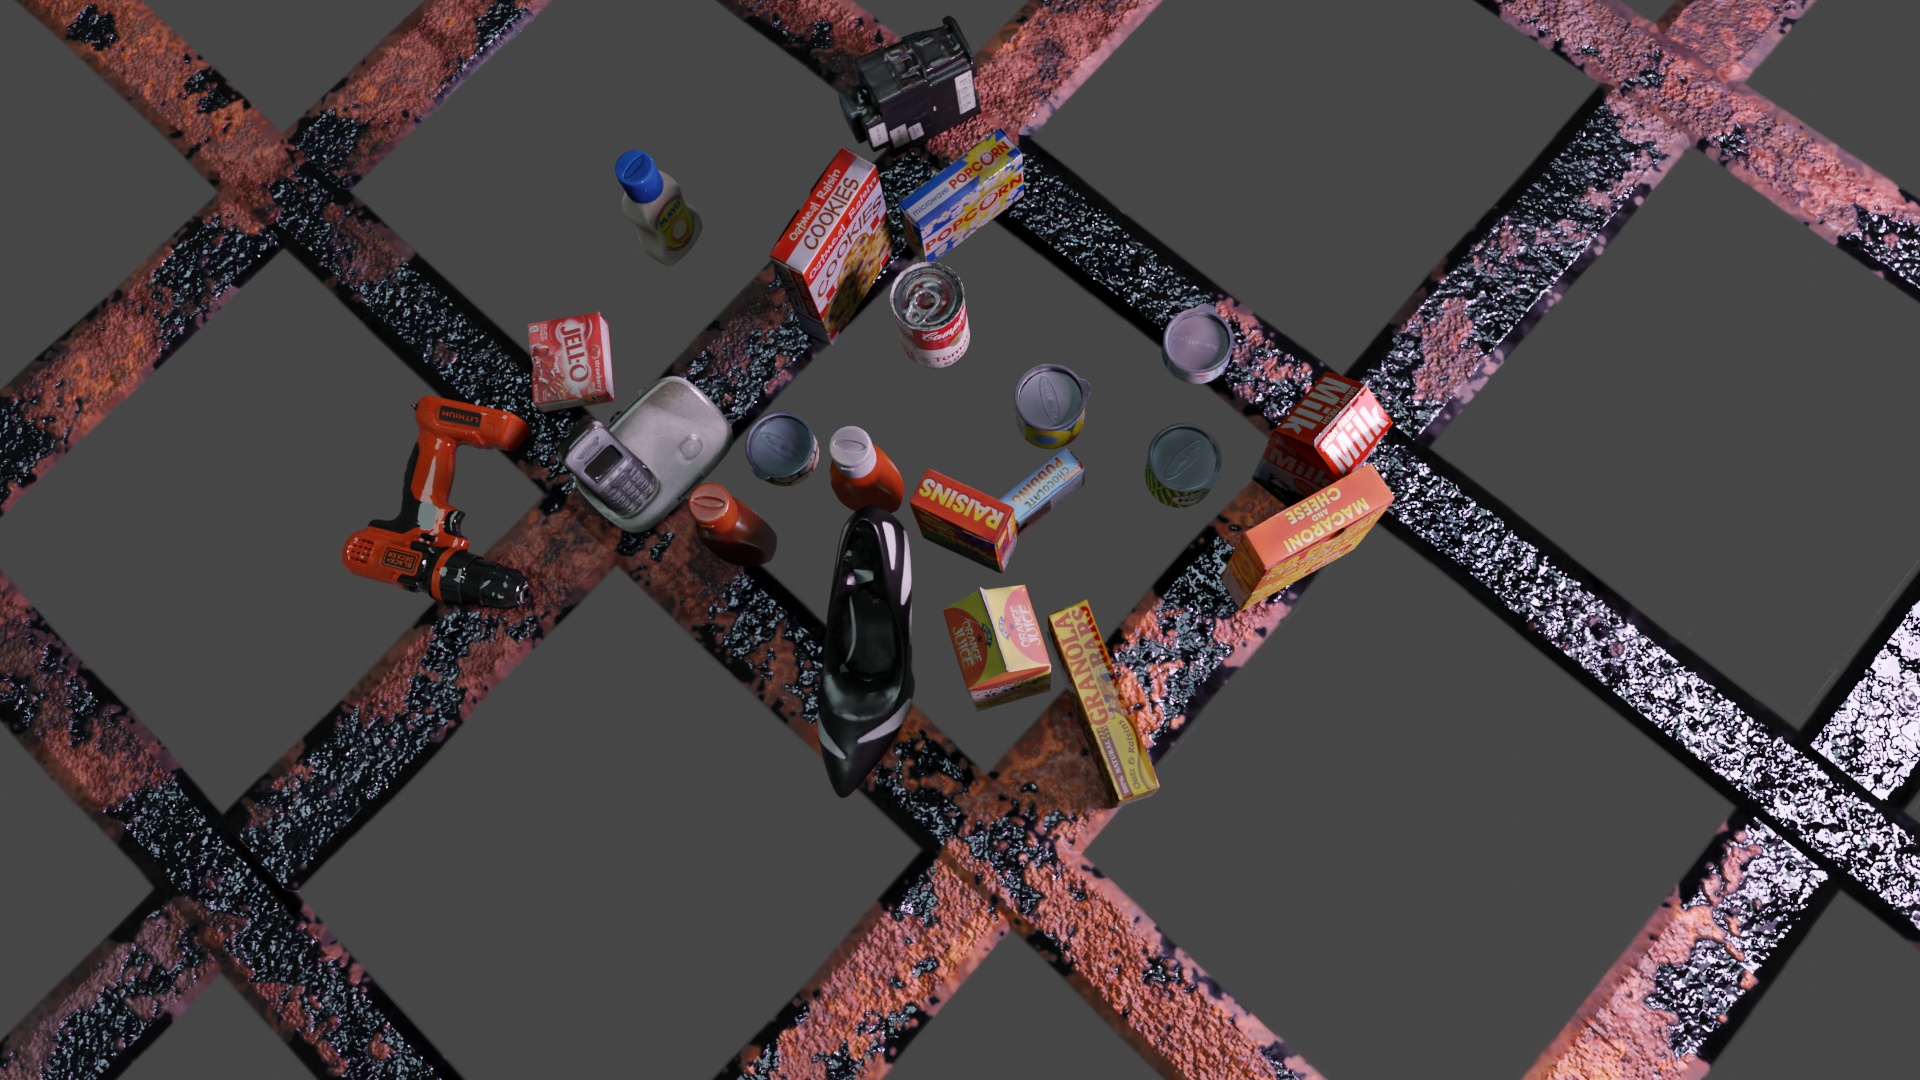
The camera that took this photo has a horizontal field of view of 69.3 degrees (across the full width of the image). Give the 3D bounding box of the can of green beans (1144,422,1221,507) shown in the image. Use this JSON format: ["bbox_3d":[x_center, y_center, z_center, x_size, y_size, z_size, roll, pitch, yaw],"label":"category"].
[{"bbox_3d":[0.204,-0.068,1.280,0.071,0.057,0.071,-1,76,4],"label":"can of green beans"}]

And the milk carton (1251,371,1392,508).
[{"bbox_3d":[0.314,-0.083,1.208,0.073,0.190,0.072,41,82,12],"label":"milk carton"}]

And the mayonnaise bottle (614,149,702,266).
[{"bbox_3d":[-0.292,-0.321,1.332,0.041,0.147,0.065,34,81,11],"label":"mayonnaise bottle"}]

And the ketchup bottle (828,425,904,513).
[{"bbox_3d":[-0.089,-0.062,1.251,0.065,0.148,0.043,9,77,6],"label":"ketchup bottle"}]

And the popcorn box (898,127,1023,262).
[{"bbox_3d":[0.002,-0.332,1.348,0.127,0.085,0.038,-38,77,-6],"label":"popcorn box"}]

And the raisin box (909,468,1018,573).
[{"bbox_3d":[0.004,-0.016,1.246,0.086,0.123,0.040,26,79,10],"label":"raisin box"}]

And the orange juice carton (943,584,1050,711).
[{"bbox_3d":[0.033,0.091,1.180,0.073,0.192,0.072,-17,75,0],"label":"orange juice carton"}]

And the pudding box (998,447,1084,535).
[{"bbox_3d":[0.075,-0.045,1.287,0.084,0.049,0.030,-38,77,-6],"label":"pudding box"}]

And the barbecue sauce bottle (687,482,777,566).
[{"bbox_3d":[-0.209,-0.014,1.246,0.065,0.148,0.044,8,77,6],"label":"barbecue sauce bottle"}]

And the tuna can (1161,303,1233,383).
[{"bbox_3d":[0.226,-0.187,1.323,0.071,0.032,0.071,-1,75,4],"label":"tuna can"}]

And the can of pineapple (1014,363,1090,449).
[{"bbox_3d":[0.086,-0.125,1.303,0.071,0.057,0.071,-1,76,4],"label":"can of pineapple"}]

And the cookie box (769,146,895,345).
[{"bbox_3d":[-0.117,-0.271,1.298,0.040,0.167,0.123,29,79,10],"label":"cookie box"}]

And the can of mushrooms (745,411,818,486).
[{"bbox_3d":[-0.171,-0.085,1.321,0.071,0.033,0.071,-1,75,4],"label":"can of mushrooms"}]

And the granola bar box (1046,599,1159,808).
[{"bbox_3d":[0.120,0.145,1.196,0.039,0.124,0.166,-20,75,-1],"label":"granola bar box"}]

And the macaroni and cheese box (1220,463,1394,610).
[{"bbox_3d":[0.296,0.001,1.200,0.124,0.166,0.040,-29,76,-4],"label":"macaroni and cheese box"}]
